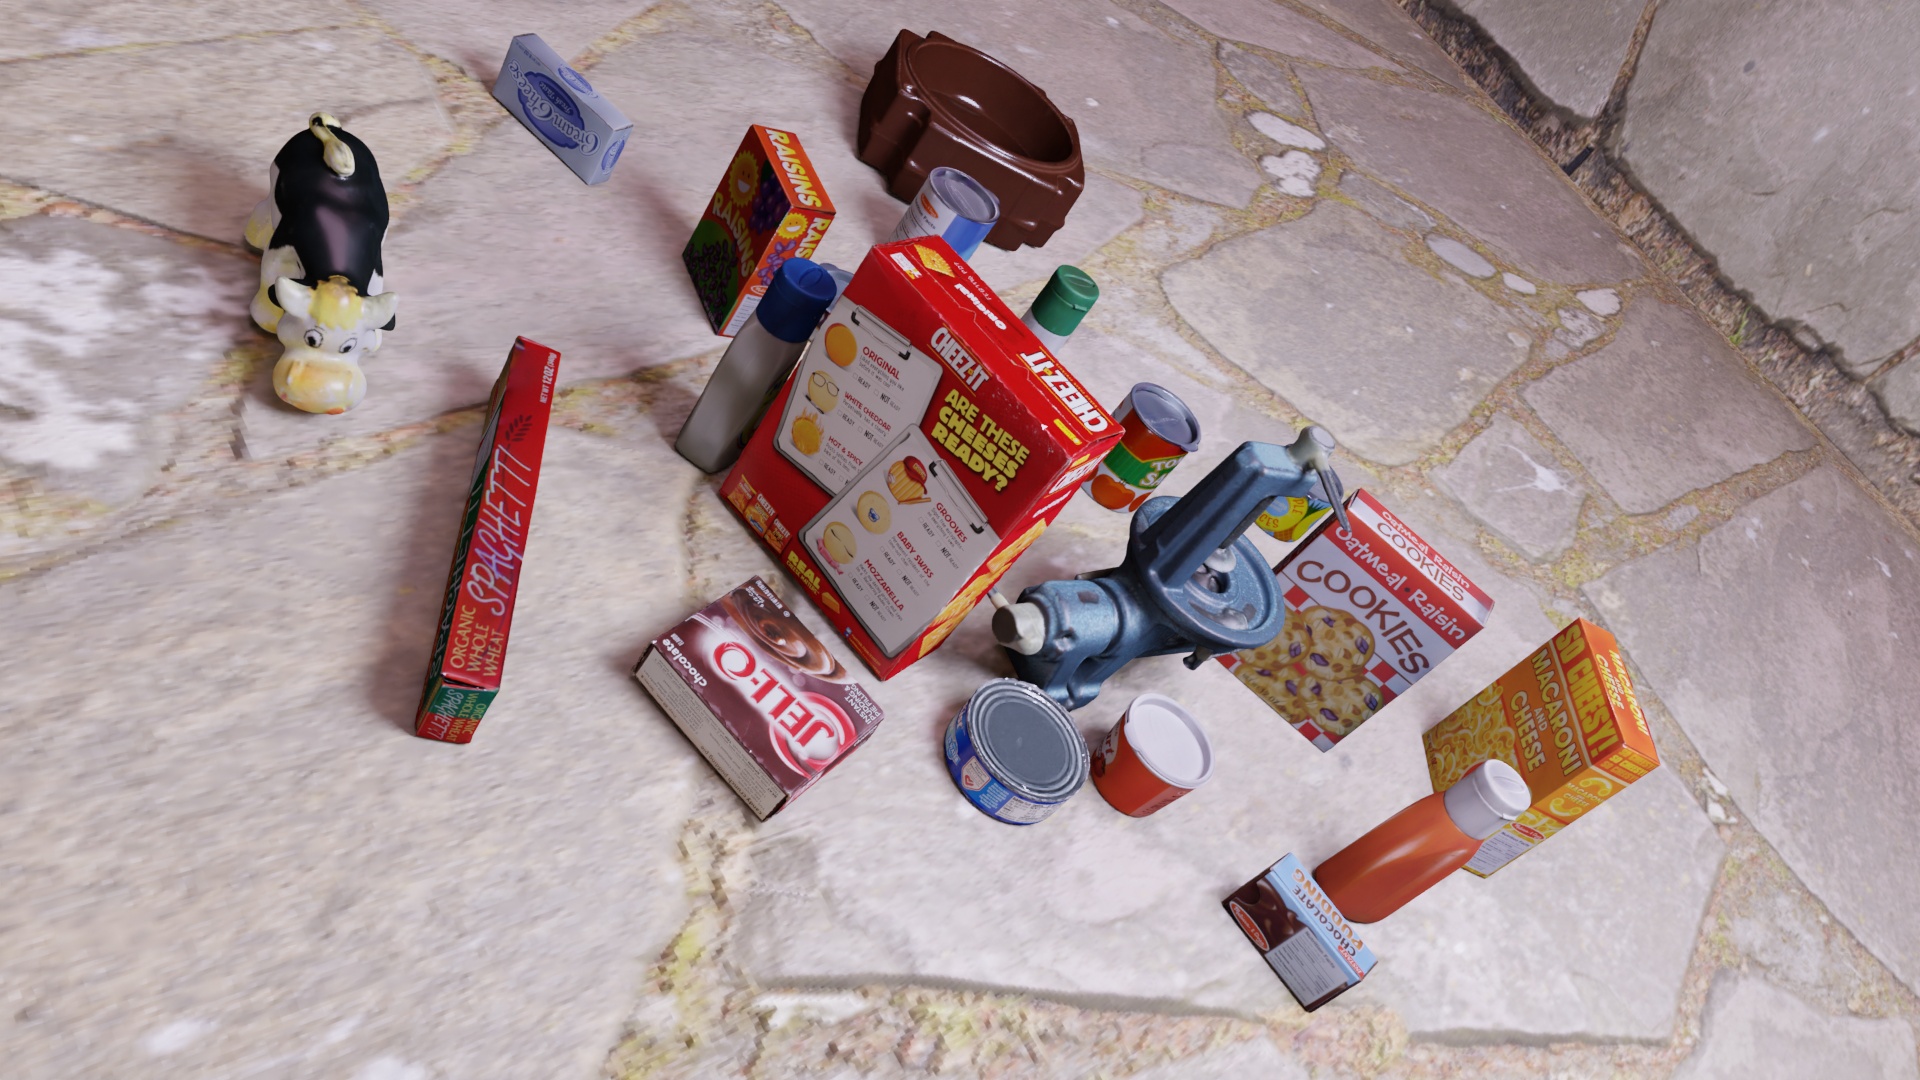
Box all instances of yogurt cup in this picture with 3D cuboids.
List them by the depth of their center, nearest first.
[{"bbox_3d":[0.119,0.139,0.882,0.072,0.053,0.073,23,41,-21],"label":"yogurt cup"}]

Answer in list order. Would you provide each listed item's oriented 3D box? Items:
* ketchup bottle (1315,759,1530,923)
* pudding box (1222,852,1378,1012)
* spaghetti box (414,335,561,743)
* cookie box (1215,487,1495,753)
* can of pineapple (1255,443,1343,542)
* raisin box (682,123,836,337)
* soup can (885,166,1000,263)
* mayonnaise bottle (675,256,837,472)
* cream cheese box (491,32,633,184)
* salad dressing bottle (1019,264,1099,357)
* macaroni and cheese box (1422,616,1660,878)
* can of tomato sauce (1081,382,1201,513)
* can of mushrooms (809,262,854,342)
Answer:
[{"bbox_3d":[0.300,0.195,0.896,0.065,0.148,0.044,16,43,-27],"label":"ketchup bottle"},{"bbox_3d":[0.209,0.241,0.856,0.030,0.049,0.084,-21,67,-49],"label":"pudding box"},{"bbox_3d":[-0.246,-0.008,0.734,0.029,0.050,0.251,19,42,-25],"label":"spaghetti box"},{"bbox_3d":[0.274,0.059,0.997,0.123,0.166,0.040,41,37,3],"label":"cookie box"},{"bbox_3d":[0.285,-0.040,1.196,0.071,0.057,0.071,23,41,-21],"label":"can of pineapple"},{"bbox_3d":[-0.141,-0.212,0.966,0.040,0.122,0.086,1,52,-39],"label":"raisin box"},{"bbox_3d":[-0.015,-0.253,1.144,0.071,0.083,0.072,23,40,-21],"label":"soup can"},{"bbox_3d":[-0.124,-0.108,0.855,0.041,0.147,0.065,37,37,-3],"label":"mayonnaise bottle"},{"bbox_3d":[-0.287,-0.311,1.003,0.104,0.053,0.024,43,38,5],"label":"cream cheese box"},{"bbox_3d":[0.048,-0.139,1.027,0.064,0.147,0.044,9,47,-34],"label":"salad dressing bottle"},{"bbox_3d":[0.422,0.153,1.024,0.040,0.165,0.124,26,39,-17],"label":"macaroni and cheese box"},{"bbox_3d":[0.138,-0.070,1.085,0.071,0.082,0.071,23,40,-21],"label":"can of tomato sauce"},{"bbox_3d":[-0.090,-0.172,1.041,0.071,0.033,0.071,22,41,-21],"label":"can of mushrooms"}]
